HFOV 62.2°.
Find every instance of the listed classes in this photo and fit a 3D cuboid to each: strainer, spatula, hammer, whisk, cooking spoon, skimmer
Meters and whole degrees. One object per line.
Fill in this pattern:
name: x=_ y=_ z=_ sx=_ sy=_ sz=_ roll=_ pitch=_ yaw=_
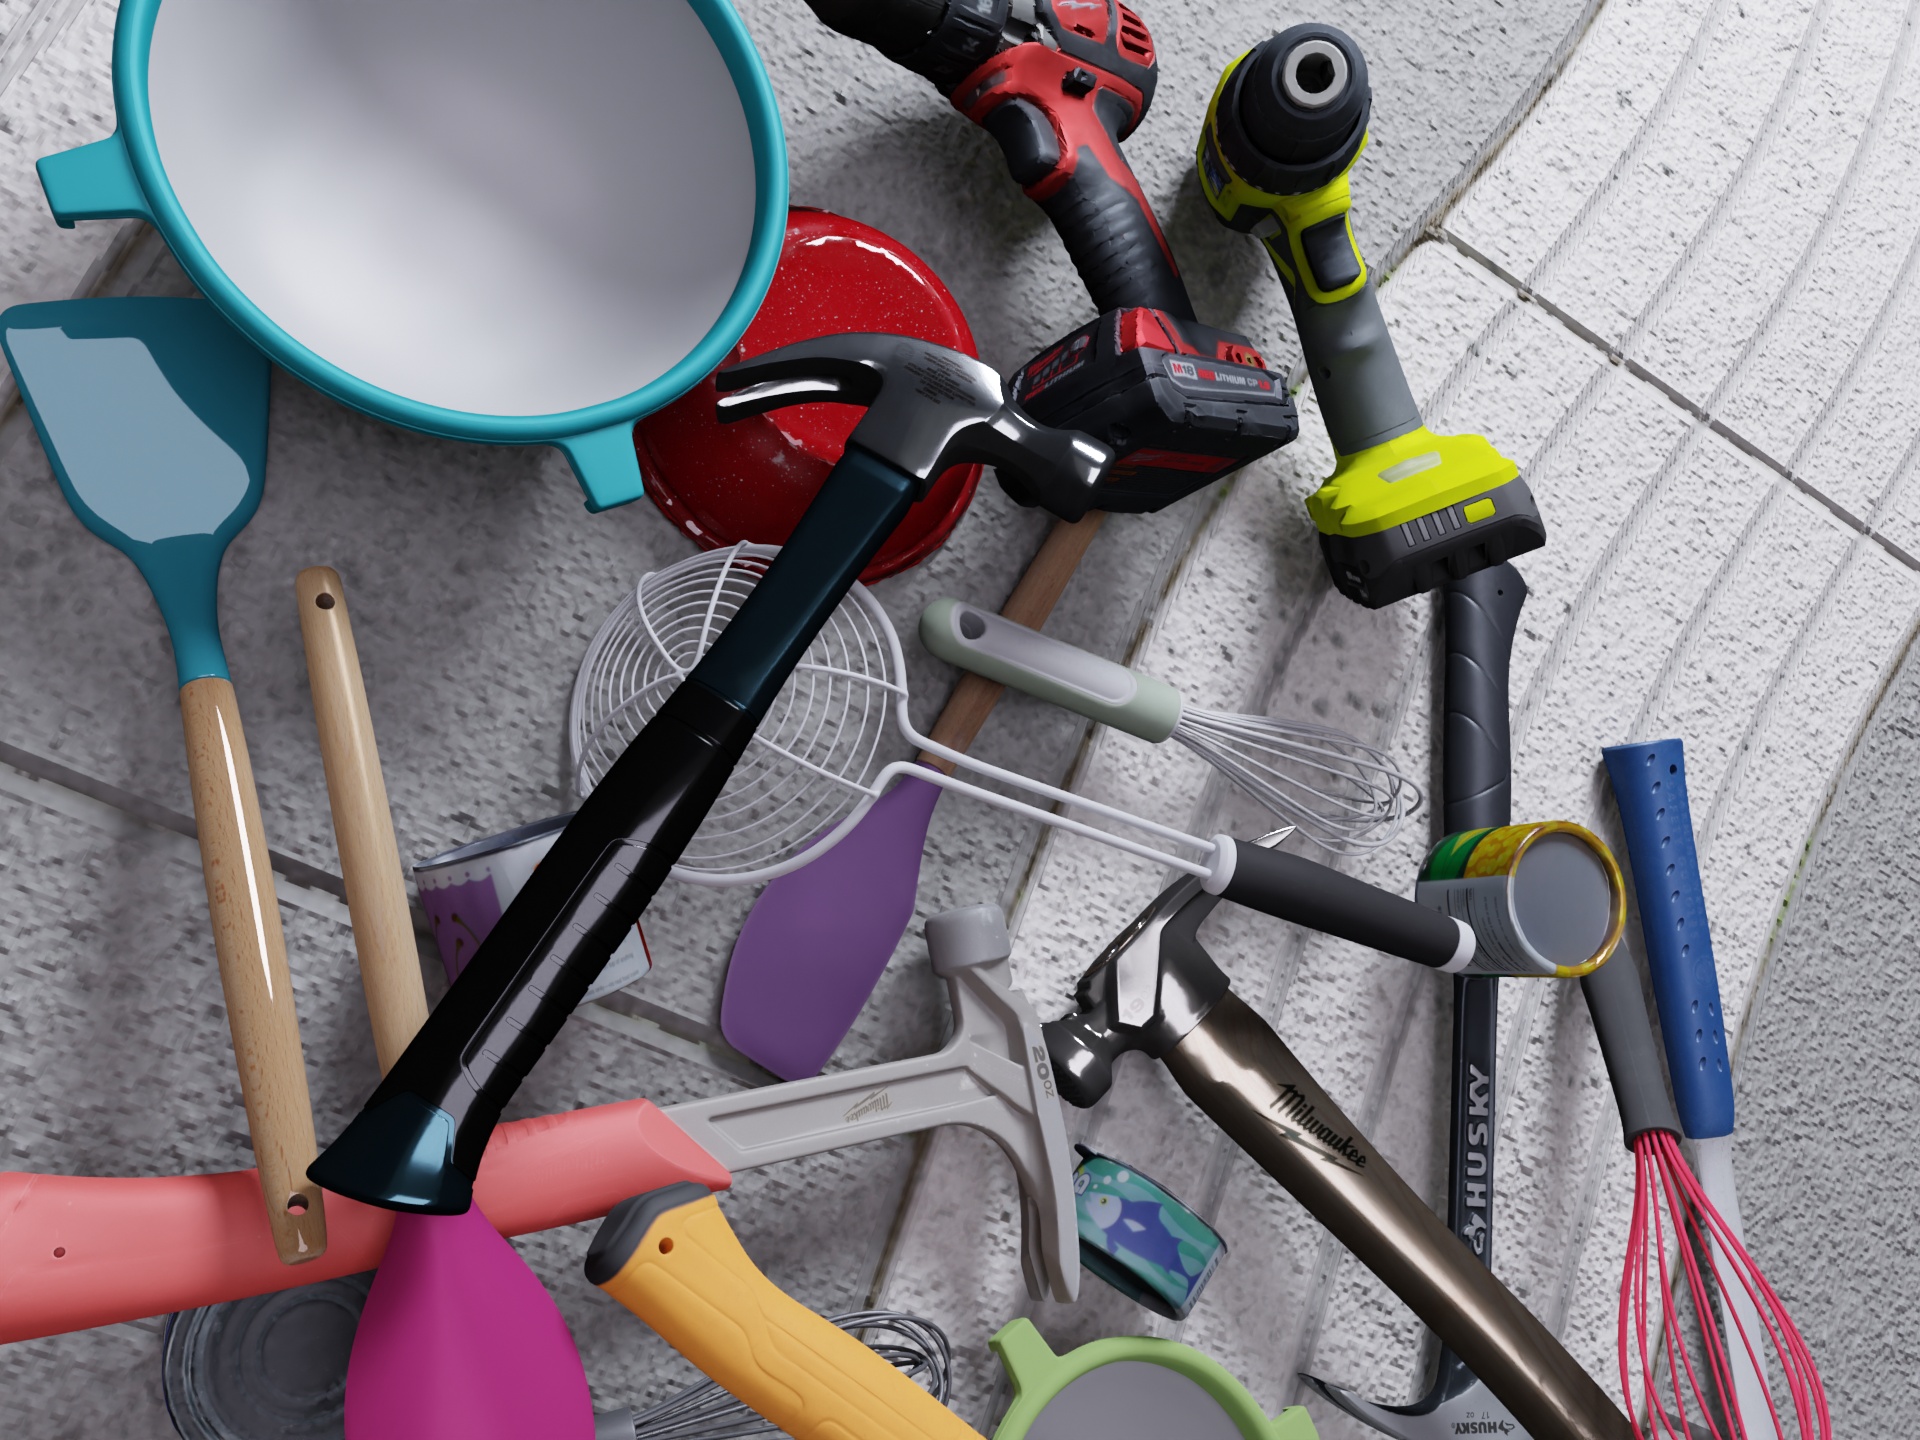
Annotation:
strainer: x=0.042 y=0.354 z=0.564 sx=0.151 sy=0.069 sz=0.257 roll=25 pitch=60 yaw=-22
spatula: x=-0.232 y=0.008 z=0.493 sx=0.082 sy=0.044 sz=0.318 roll=-9 pitch=66 yaw=-29
strainer: x=-0.152 y=-0.244 z=0.569 sx=0.210 sy=0.095 sz=0.340 roll=28 pitch=70 yaw=-21
spatula: x=-0.001 y=-0.002 z=0.643 sx=0.059 sy=0.018 sz=0.316 roll=39 pitch=69 yaw=-20
hammer: x=0.368 y=0.211 z=0.771 sx=0.144 sy=0.035 sz=0.405 roll=-5 pitch=84 yaw=-25
whisk: x=-0.113 y=0.248 z=0.541 sx=0.239 sy=0.055 sz=0.055 roll=-5 pitch=85 yaw=-20
cooking spoon: x=-0.168 y=0.099 z=0.481 sx=0.068 sy=0.017 sz=0.319 roll=-8 pitch=73 yaw=-30
hammer: x=0.229 y=0.120 z=0.723 sx=0.149 sy=0.036 sz=0.409 roll=9 pitch=78 yaw=-22
whisk: x=0.092 y=0.001 z=0.659 sx=0.246 sy=0.059 sz=0.058 roll=21 pitch=62 yaw=-23
skimmer: x=0.034 y=0.037 z=0.614 sx=0.363 sy=0.090 sz=0.127 roll=20 pitch=77 yaw=-21
hammer: x=0.013 y=0.268 z=0.516 sx=0.336 sy=0.034 sz=0.127 roll=41 pitch=53 yaw=-12
hammer: x=0.212 y=0.232 z=0.652 sx=0.146 sy=0.038 sz=0.410 roll=-43 pitch=91 yaw=-19
whisk: x=0.296 y=0.194 z=0.669 sx=0.073 sy=0.073 sz=0.296 roll=26 pitch=41 yaw=-19
hammer: x=-0.082 y=0.007 z=0.500 sx=0.128 sy=0.033 sz=0.331 roll=31 pitch=69 yaw=4
hammer: x=-0.124 y=0.155 z=0.519 sx=0.359 sy=0.036 sz=0.149 roll=-4 pitch=76 yaw=-30

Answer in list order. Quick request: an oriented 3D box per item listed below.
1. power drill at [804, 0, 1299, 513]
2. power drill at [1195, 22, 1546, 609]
power drill: x=0.031 y=-0.201 z=0.617 sx=0.187 sy=0.080 sz=0.227 roll=-5 pitch=75 yaw=-50
power drill: x=0.162 y=-0.167 z=0.657 sx=0.080 sy=0.190 sz=0.228 roll=-21 pitch=97 yaw=8
